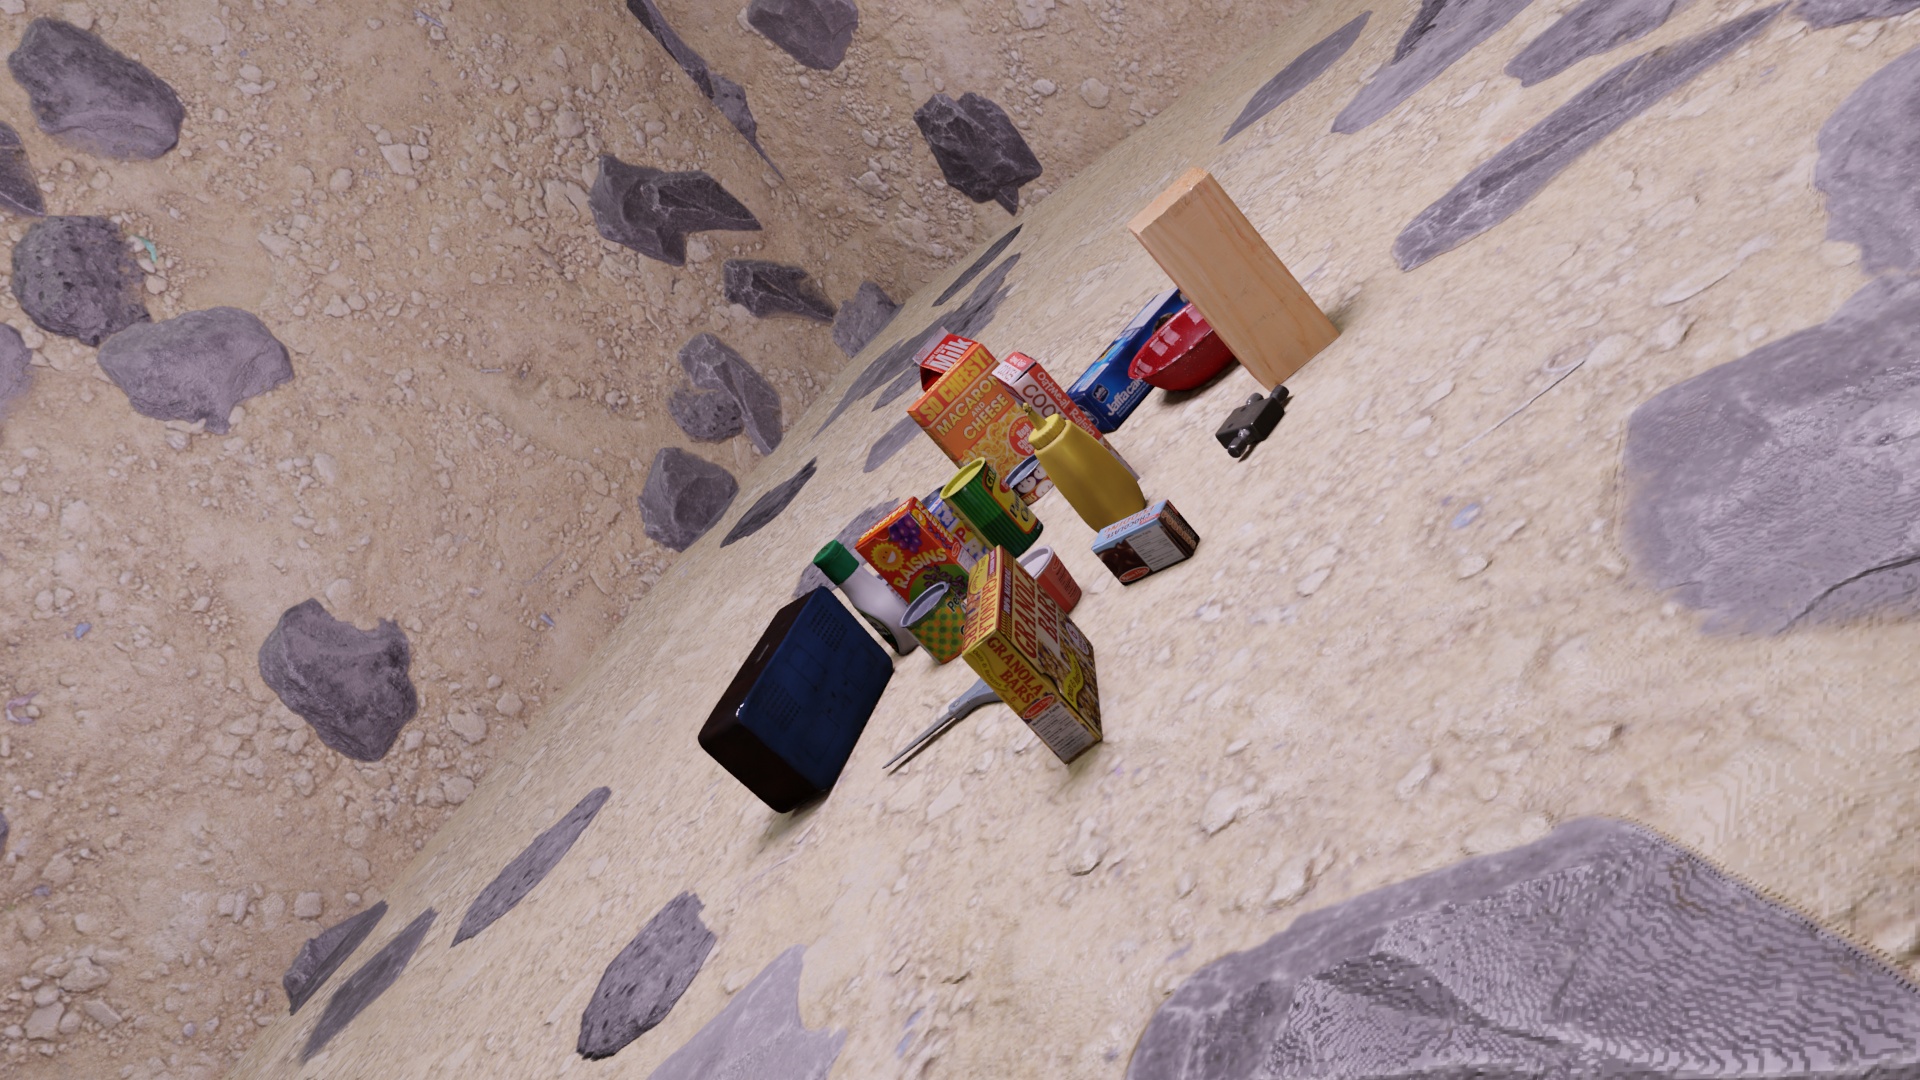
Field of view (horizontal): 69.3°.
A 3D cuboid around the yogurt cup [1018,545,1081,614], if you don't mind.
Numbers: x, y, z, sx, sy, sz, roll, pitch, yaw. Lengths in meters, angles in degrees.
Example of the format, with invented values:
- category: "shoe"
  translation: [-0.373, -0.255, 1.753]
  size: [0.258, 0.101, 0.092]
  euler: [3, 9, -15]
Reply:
- category: "yogurt cup"
  translation: [0.077, 0.046, 1.313]
  size: [0.072, 0.054, 0.072]
  euler: [-39, 15, 13]

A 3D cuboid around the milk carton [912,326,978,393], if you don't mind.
- category: "milk carton"
  translation: [0.020, -0.196, 1.857]
  size: [0.073, 0.190, 0.073]
  euler: [-51, 17, -28]

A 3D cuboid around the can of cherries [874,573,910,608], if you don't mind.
- category: "can of cherries"
  translation: [-0.079, 0.070, 1.636]
  size: [0.071, 0.058, 0.072]
  euler: [-39, 15, 13]

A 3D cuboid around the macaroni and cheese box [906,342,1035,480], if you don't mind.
- category: "macaroni and cheese box"
  translation: [0.033, -0.142, 1.724]
  size: [0.124, 0.166, 0.040]
  euler: [-46, 15, -11]

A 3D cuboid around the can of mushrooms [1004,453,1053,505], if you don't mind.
- category: "can of mushrooms"
  translation: [0.083, -0.071, 1.659]
  size: [0.071, 0.033, 0.071]
  euler: [-39, 15, 13]

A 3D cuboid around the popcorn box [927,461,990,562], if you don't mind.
- category: "popcorn box"
  translation: [0.006, -0.020, 1.616]
  size: [0.127, 0.085, 0.038]
  euler: [-49, 16, -21]

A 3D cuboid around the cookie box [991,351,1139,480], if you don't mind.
- category: "cookie box"
  translation: [0.110, -0.125, 1.478]
  size: [0.040, 0.167, 0.123]
  euler: [-43, 15, 2]

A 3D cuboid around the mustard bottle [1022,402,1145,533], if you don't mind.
- category: "mustard bottle"
  translation: [0.112, -0.075, 1.350]
  size: [0.048, 0.160, 0.066]
  euler: [-29, 21, 44]

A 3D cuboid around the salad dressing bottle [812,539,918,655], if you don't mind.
- category: "salad dressing bottle"
  translation: [-0.101, 0.062, 1.541]
  size: [0.044, 0.147, 0.064]
  euler: [-46, 15, -11]

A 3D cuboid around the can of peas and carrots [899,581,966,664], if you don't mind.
- category: "can of peas and carrots"
  translation: [-0.018, 0.084, 1.441]
  size: [0.071, 0.058, 0.071]
  euler: [-39, 15, 13]

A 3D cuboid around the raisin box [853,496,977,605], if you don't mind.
- category: "raisin box"
  translation: [-0.045, 0.022, 1.553]
  size: [0.086, 0.123, 0.040]
  euler: [-35, 17, 28]

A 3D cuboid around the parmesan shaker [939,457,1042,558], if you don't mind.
- category: "parmesan shaker"
  translation: [0.035, -0.034, 1.543]
  size: [0.071, 0.103, 0.071]
  euler: [-40, 15, 13]

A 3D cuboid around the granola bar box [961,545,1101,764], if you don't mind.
- category: "granola bar box"
  translation: [0.058, 0.087, 1.114]
  size: [0.039, 0.124, 0.166]
  euler: [-39, 15, 16]

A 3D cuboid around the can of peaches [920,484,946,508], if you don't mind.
- category: "can of peaches"
  translation: [-0.022, -0.028, 1.762]
  size: [0.071, 0.058, 0.071]
  euler: [-39, 15, 13]

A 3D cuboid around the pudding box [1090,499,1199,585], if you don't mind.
- category: "pudding box"
  translation: [0.162, 0.002, 1.224]
  size: [0.083, 0.049, 0.030]
  euler: [-28, 21, 44]
